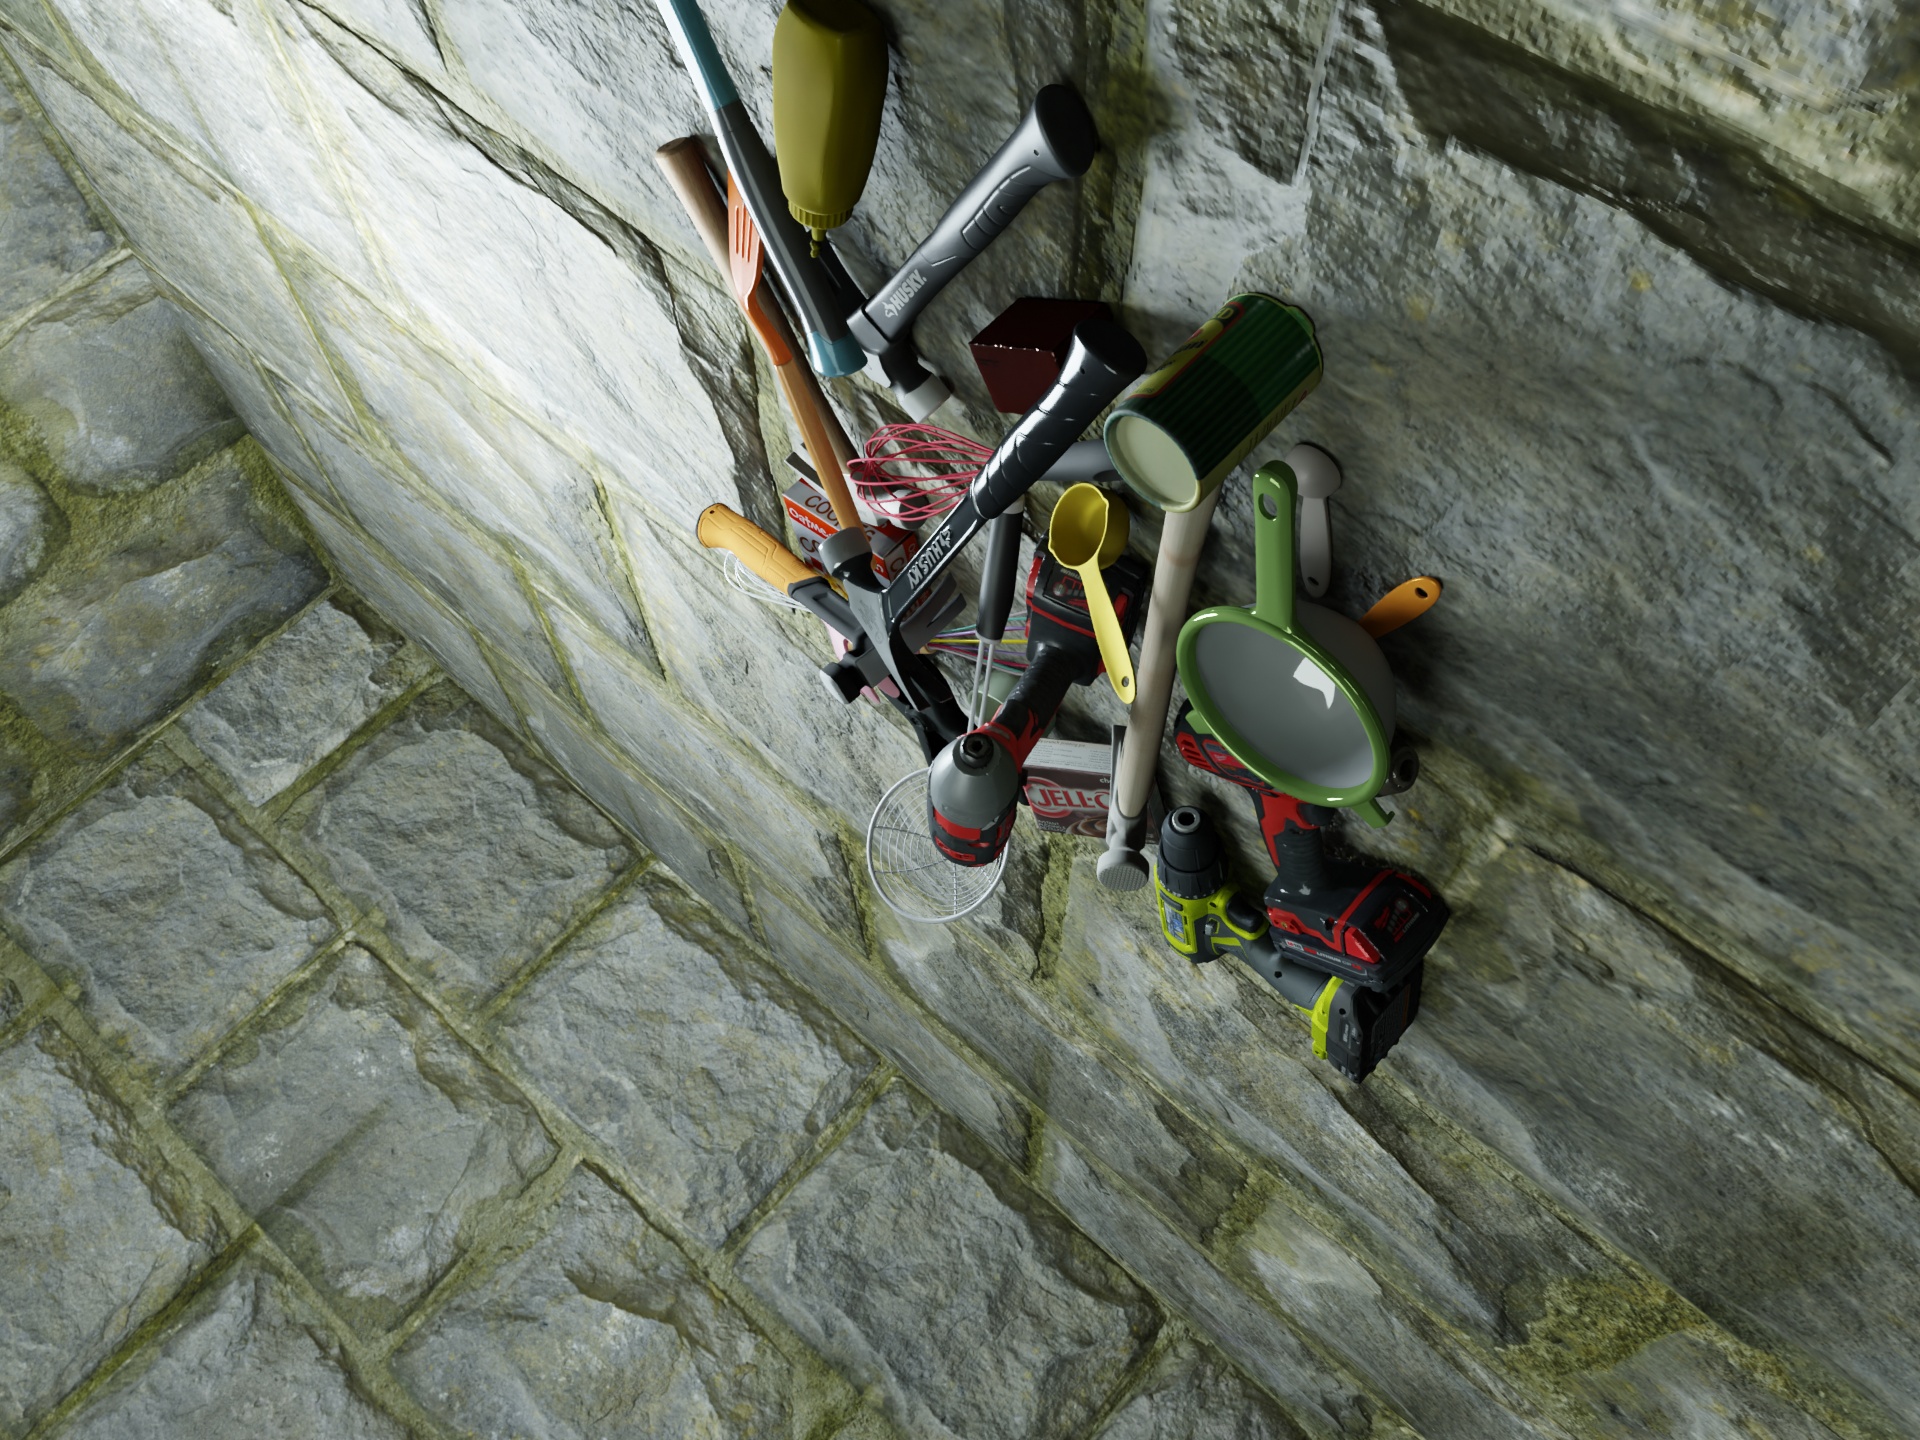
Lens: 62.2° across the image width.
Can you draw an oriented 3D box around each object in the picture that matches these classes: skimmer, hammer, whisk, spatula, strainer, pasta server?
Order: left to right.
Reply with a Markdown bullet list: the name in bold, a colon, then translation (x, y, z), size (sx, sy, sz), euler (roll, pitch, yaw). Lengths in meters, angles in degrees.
- **hammer**: translation (-0.142, -0.369, 0.991), size (0.128, 0.033, 0.330), euler (10, 131, 56)
- **hammer**: translation (-0.137, -0.285, 1.207), size (0.130, 0.031, 0.331), euler (20, 147, 48)
- **hammer**: translation (-0.130, -0.122, 1.319), size (0.337, 0.127, 0.034), euler (37, 162, 49)
- **spatula**: translation (-0.112, -0.244, 1.156), size (0.081, 0.041, 0.322), euler (48, 164, 52)
- **pasta server**: translation (-0.125, -0.105, 1.363), size (0.040, 0.060, 0.317), euler (36, -175, -38)
- **whisk**: translation (-0.125, -0.104, 1.504), size (0.246, 0.059, 0.057), euler (32, 169, 20)
- **hammer**: translation (-0.011, -0.289, 0.958), size (0.146, 0.035, 0.335), euler (48, 159, -9)
- **whisk**: translation (-0.004, -0.063, 1.282), size (0.245, 0.047, 0.051), euler (3, 122, 38)
- **skimmer**: translation (-0.002, -0.004, 1.217), size (0.127, 0.090, 0.363), euler (29, 131, 25)
- **hammer**: translation (0.011, -0.129, 1.005), size (0.149, 0.036, 0.409), euler (63, 152, 7)
- **whisk**: translation (0.021, -0.173, 1.084), size (0.296, 0.073, 0.073), euler (8, 138, 49)
- **hammer**: translation (0.134, -0.054, 1.064), size (0.038, 0.146, 0.410), euler (7, 142, 3)
- **strainer**: translation (0.199, -0.059, 0.919), size (0.152, 0.069, 0.256), euler (31, 151, 34)

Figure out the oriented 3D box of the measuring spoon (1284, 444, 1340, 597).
- **measuring spoon**: translation (0.201, -0.109, 0.919), size (0.034, 0.018, 0.124), euler (32, 156, 31)

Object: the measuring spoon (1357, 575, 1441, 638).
- **measuring spoon**: translation (0.248, -0.059, 0.933), size (0.021, 0.011, 0.117), euler (44, 159, 2)

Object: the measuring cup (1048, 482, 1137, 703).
- **measuring cup**: translation (0.098, -0.082, 1.035), size (0.062, 0.029, 0.157), euler (-35, 61, 45)

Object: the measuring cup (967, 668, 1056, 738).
- **measuring cup**: translation (0.078, 0.018, 1.371), size (0.167, 0.038, 0.083), euler (43, 162, -15)

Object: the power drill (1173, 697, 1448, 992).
- **power drill**: translation (0.257, 0.078, 1.091), size (0.188, 0.080, 0.226), euler (14, 140, 54)

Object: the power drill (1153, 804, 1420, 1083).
- **power drill**: translation (0.250, 0.172, 1.278), size (0.229, 0.080, 0.190), euler (35, 158, 31)

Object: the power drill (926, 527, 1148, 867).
- **power drill**: translation (0.045, -0.016, 1.085), size (0.078, 0.220, 0.143), euler (25, 155, 11)
